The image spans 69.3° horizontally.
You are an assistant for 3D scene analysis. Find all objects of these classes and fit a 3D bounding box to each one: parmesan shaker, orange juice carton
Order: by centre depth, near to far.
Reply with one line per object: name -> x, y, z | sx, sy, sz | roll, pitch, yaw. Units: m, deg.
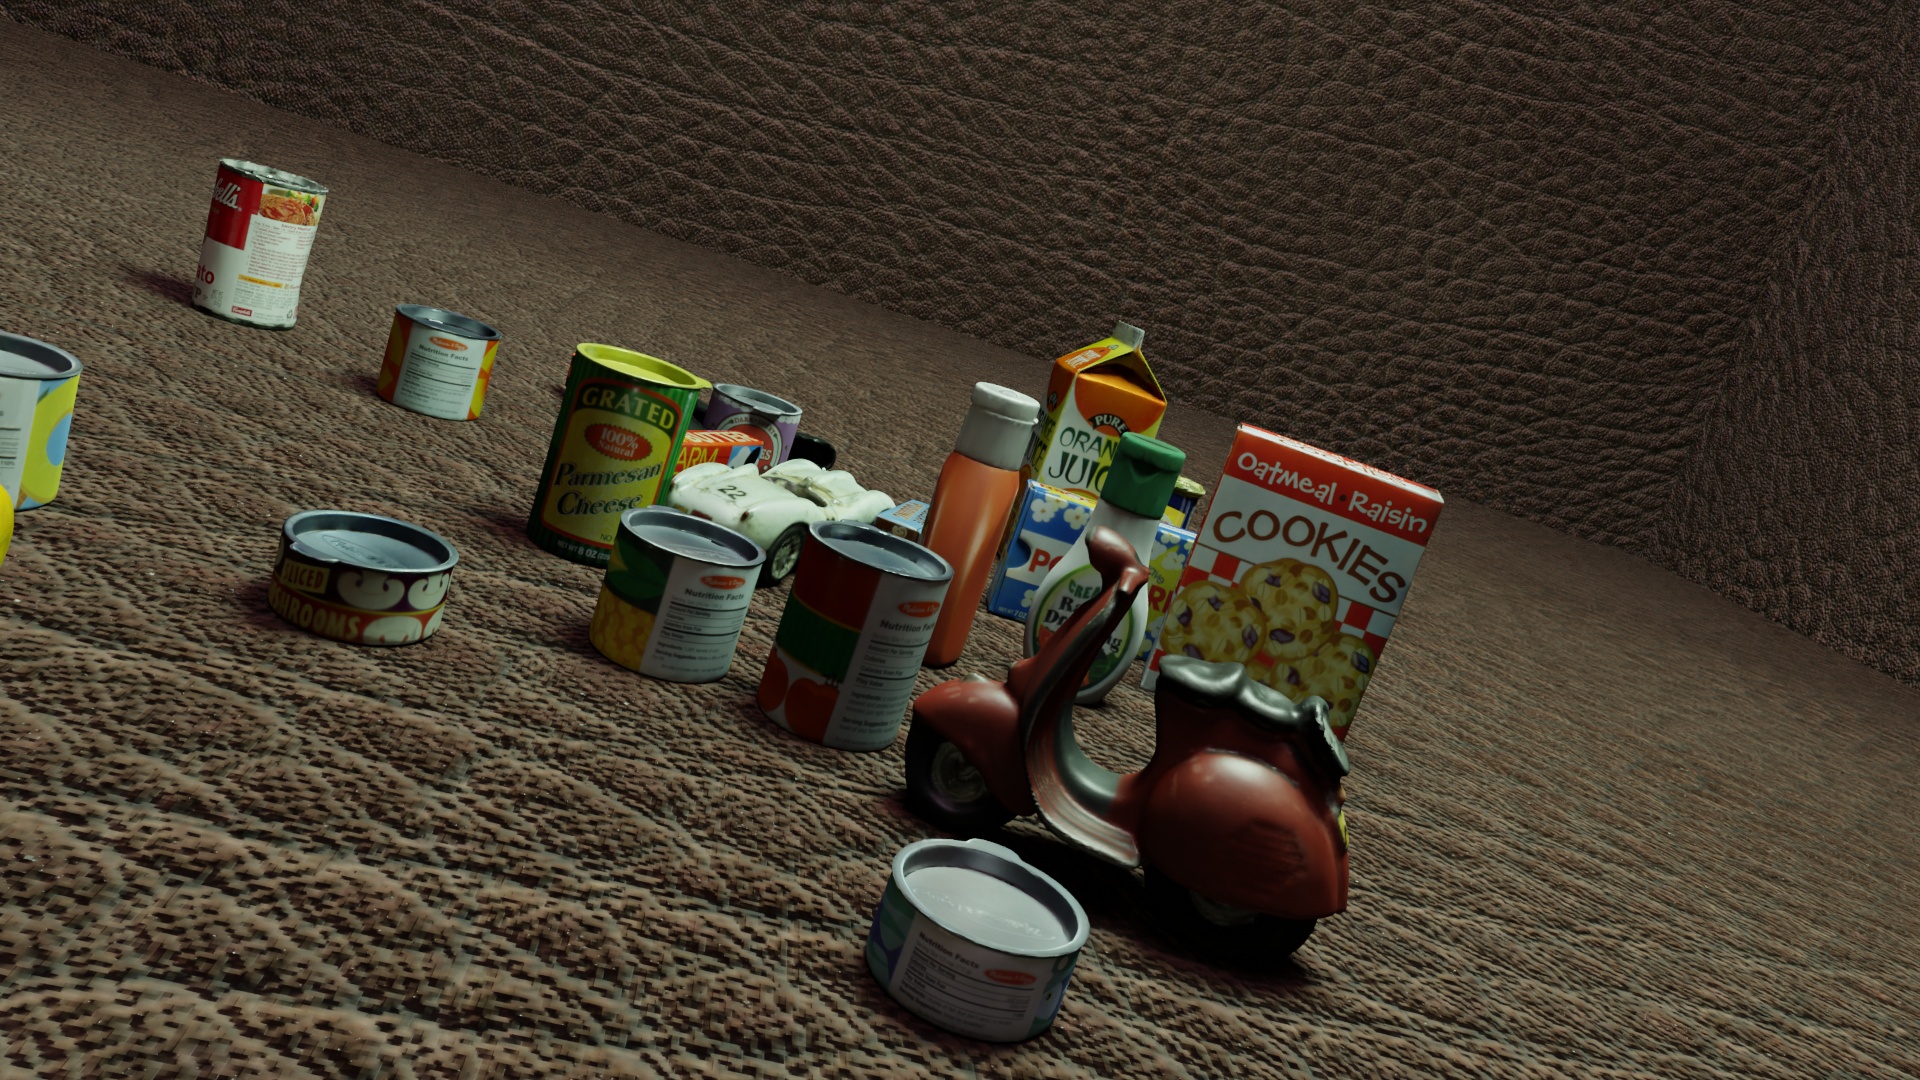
parmesan shaker -> -0.179, -0.043, 0.728 | 0.071, 0.102, 0.071 | 18, 12, -4
orange juice carton -> 0.091, -0.066, 1.014 | 0.073, 0.192, 0.072 | 17, 12, -11

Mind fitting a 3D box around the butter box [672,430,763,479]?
butter box -> -0.164, -0.040, 0.849 | 0.024, 0.053, 0.104 | 25, 14, 23

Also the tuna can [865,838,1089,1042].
tuna can -> 0.005, 0.126, 0.446 | 0.071, 0.032, 0.071 | 18, 13, -4

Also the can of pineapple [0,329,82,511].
can of pineapple -> -0.391, -0.050, 0.550 | 0.071, 0.057, 0.071 | 18, 12, -4

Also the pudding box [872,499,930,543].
pudding box -> -0.035, 0.006, 0.855 | 0.030, 0.049, 0.084 | 21, 13, 9

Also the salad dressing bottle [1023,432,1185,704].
salad dressing bottle -> 0.080, 0.015, 0.761 | 0.064, 0.147, 0.044 | 21, 12, 9

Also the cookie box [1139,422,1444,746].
cookie box -> 0.194, 0.029, 0.823 | 0.123, 0.167, 0.040 | 21, 12, 6

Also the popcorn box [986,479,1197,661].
popcorn box -> 0.089, 0.021, 0.890 | 0.127, 0.085, 0.038 | 18, 12, -7

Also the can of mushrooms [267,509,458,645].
can of mushrooms -> -0.240, 0.014, 0.555 | 0.071, 0.033, 0.071 | 18, 13, -4

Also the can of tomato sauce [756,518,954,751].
can of tomato sauce -> -0.048, 0.040, 0.613 | 0.071, 0.083, 0.071 | 18, 12, -4

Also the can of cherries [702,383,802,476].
can of cherries -> -0.154, -0.075, 1.000 | 0.071, 0.058, 0.071 | 18, 12, -4

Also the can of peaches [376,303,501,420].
can of peaches -> -0.339, -0.116, 0.903 | 0.071, 0.058, 0.071 | 18, 12, -4

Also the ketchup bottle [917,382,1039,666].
ketchup bottle -> 0.003, -0.009, 0.747 | 0.043, 0.148, 0.065 | 20, 12, 3

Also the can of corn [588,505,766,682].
can of corn -> -0.129, 0.023, 0.625 | 0.071, 0.058, 0.071 | 18, 12, -4
